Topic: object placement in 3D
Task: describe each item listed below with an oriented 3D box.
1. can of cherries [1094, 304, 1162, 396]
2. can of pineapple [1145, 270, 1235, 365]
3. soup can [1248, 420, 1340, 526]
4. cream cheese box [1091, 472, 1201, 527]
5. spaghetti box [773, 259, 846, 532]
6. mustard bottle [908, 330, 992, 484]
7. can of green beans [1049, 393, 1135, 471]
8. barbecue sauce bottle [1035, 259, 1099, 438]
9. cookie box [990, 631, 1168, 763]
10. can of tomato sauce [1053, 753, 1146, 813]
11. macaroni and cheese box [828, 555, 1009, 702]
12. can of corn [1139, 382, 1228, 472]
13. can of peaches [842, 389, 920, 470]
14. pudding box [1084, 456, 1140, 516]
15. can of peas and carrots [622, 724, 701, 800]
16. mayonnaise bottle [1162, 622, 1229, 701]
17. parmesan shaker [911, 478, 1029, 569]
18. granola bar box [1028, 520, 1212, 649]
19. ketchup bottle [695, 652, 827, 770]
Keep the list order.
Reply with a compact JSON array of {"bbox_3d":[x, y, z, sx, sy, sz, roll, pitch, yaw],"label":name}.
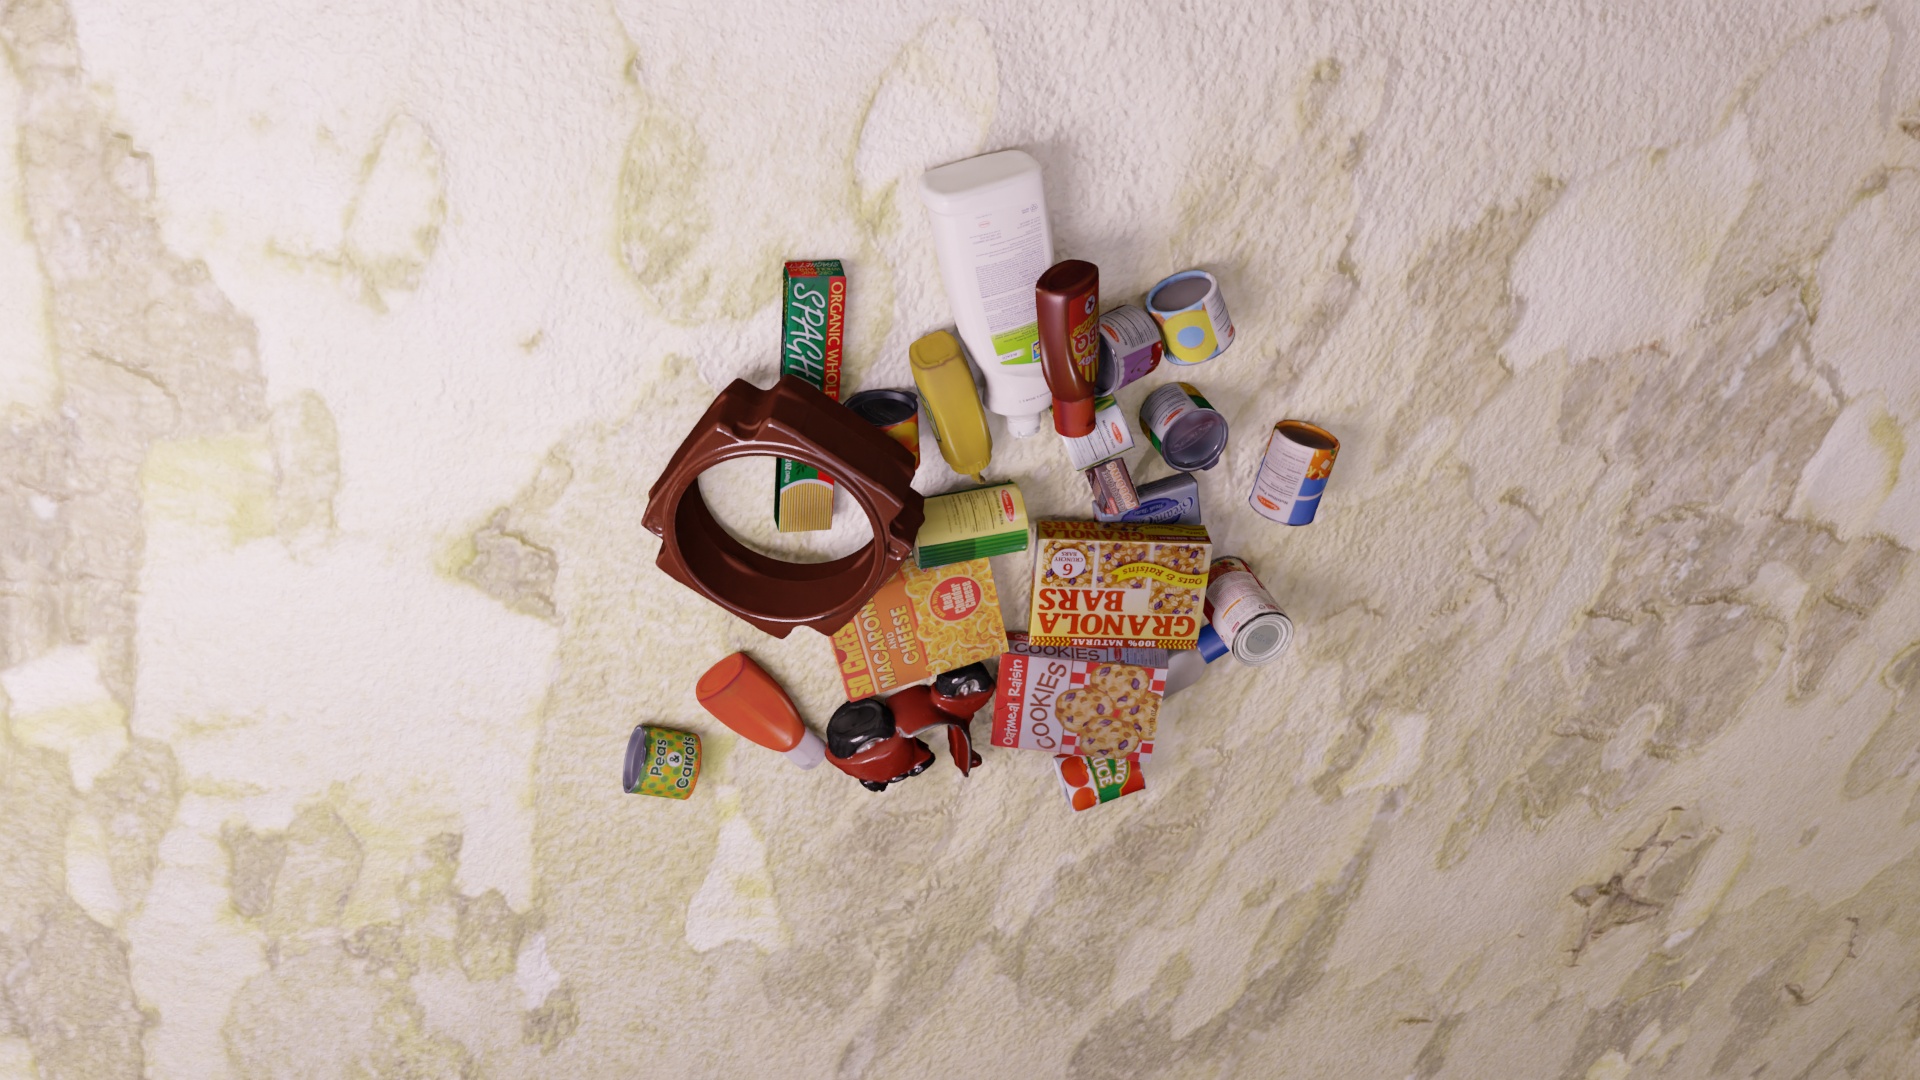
[{"bbox_3d":[0.133,-0.165,1.216,0.058,0.071,0.071,-29,131,-31],"label":"can of cherries"},{"bbox_3d":[0.201,-0.196,1.227,0.071,0.071,0.057,-28,126,1],"label":"can of pineapple"},{"bbox_3d":[0.327,-0.067,1.354,0.071,0.071,0.083,2,121,-19],"label":"soup can"},{"bbox_3d":[0.182,-0.027,1.356,0.104,0.024,0.053,-17,126,-7],"label":"cream cheese box"},{"bbox_3d":[-0.131,-0.118,1.191,0.050,0.029,0.248,-4,123,-17],"label":"spaghetti box"},{"bbox_3d":[-0.003,-0.106,1.222,0.049,0.065,0.159,-21,130,-2],"label":"mustard bottle"},{"bbox_3d":[0.119,-0.103,1.258,0.058,0.071,0.071,-23,126,6],"label":"can of green beans"},{"bbox_3d":[0.093,-0.157,1.165,0.065,0.044,0.147,-46,142,-39],"label":"barbecue sauce bottle"},{"bbox_3d":[0.119,0.161,1.417,0.167,0.040,0.122,6,121,2],"label":"cookie box"},{"bbox_3d":[0.149,0.250,1.500,0.083,0.071,0.071,-19,126,-5],"label":"can of tomato sauce"},{"bbox_3d":[-0.045,0.076,1.339,0.167,0.040,0.123,-18,125,-7],"label":"macaroni and cheese box"},{"bbox_3d":[0.208,-0.104,1.293,0.071,0.058,0.070,-9,124,-13],"label":"can of corn"},{"bbox_3d":[-0.066,-0.092,1.208,0.071,0.071,0.057,-10,124,-12],"label":"can of peaches"},{"bbox_3d":[0.141,-0.049,1.285,0.030,0.084,0.049,-22,92,0],"label":"pudding box"},{"bbox_3d":[-0.285,0.213,1.332,0.059,0.071,0.070,13,117,-26],"label":"can of peas and carrots"},{"bbox_3d":[0.219,0.134,1.464,0.148,0.041,0.064,-31,123,2],"label":"mayonnaise bottle"},{"bbox_3d":[0.005,-0.016,1.282,0.103,0.071,0.071,-10,125,-9],"label":"parmesan shaker"},{"bbox_3d":[0.152,0.044,1.347,0.166,0.039,0.123,2,120,-2],"label":"granola bar box"},{"bbox_3d":[-0.188,0.172,1.353,0.064,0.044,0.148,-36,126,8],"label":"ketchup bottle"}]
